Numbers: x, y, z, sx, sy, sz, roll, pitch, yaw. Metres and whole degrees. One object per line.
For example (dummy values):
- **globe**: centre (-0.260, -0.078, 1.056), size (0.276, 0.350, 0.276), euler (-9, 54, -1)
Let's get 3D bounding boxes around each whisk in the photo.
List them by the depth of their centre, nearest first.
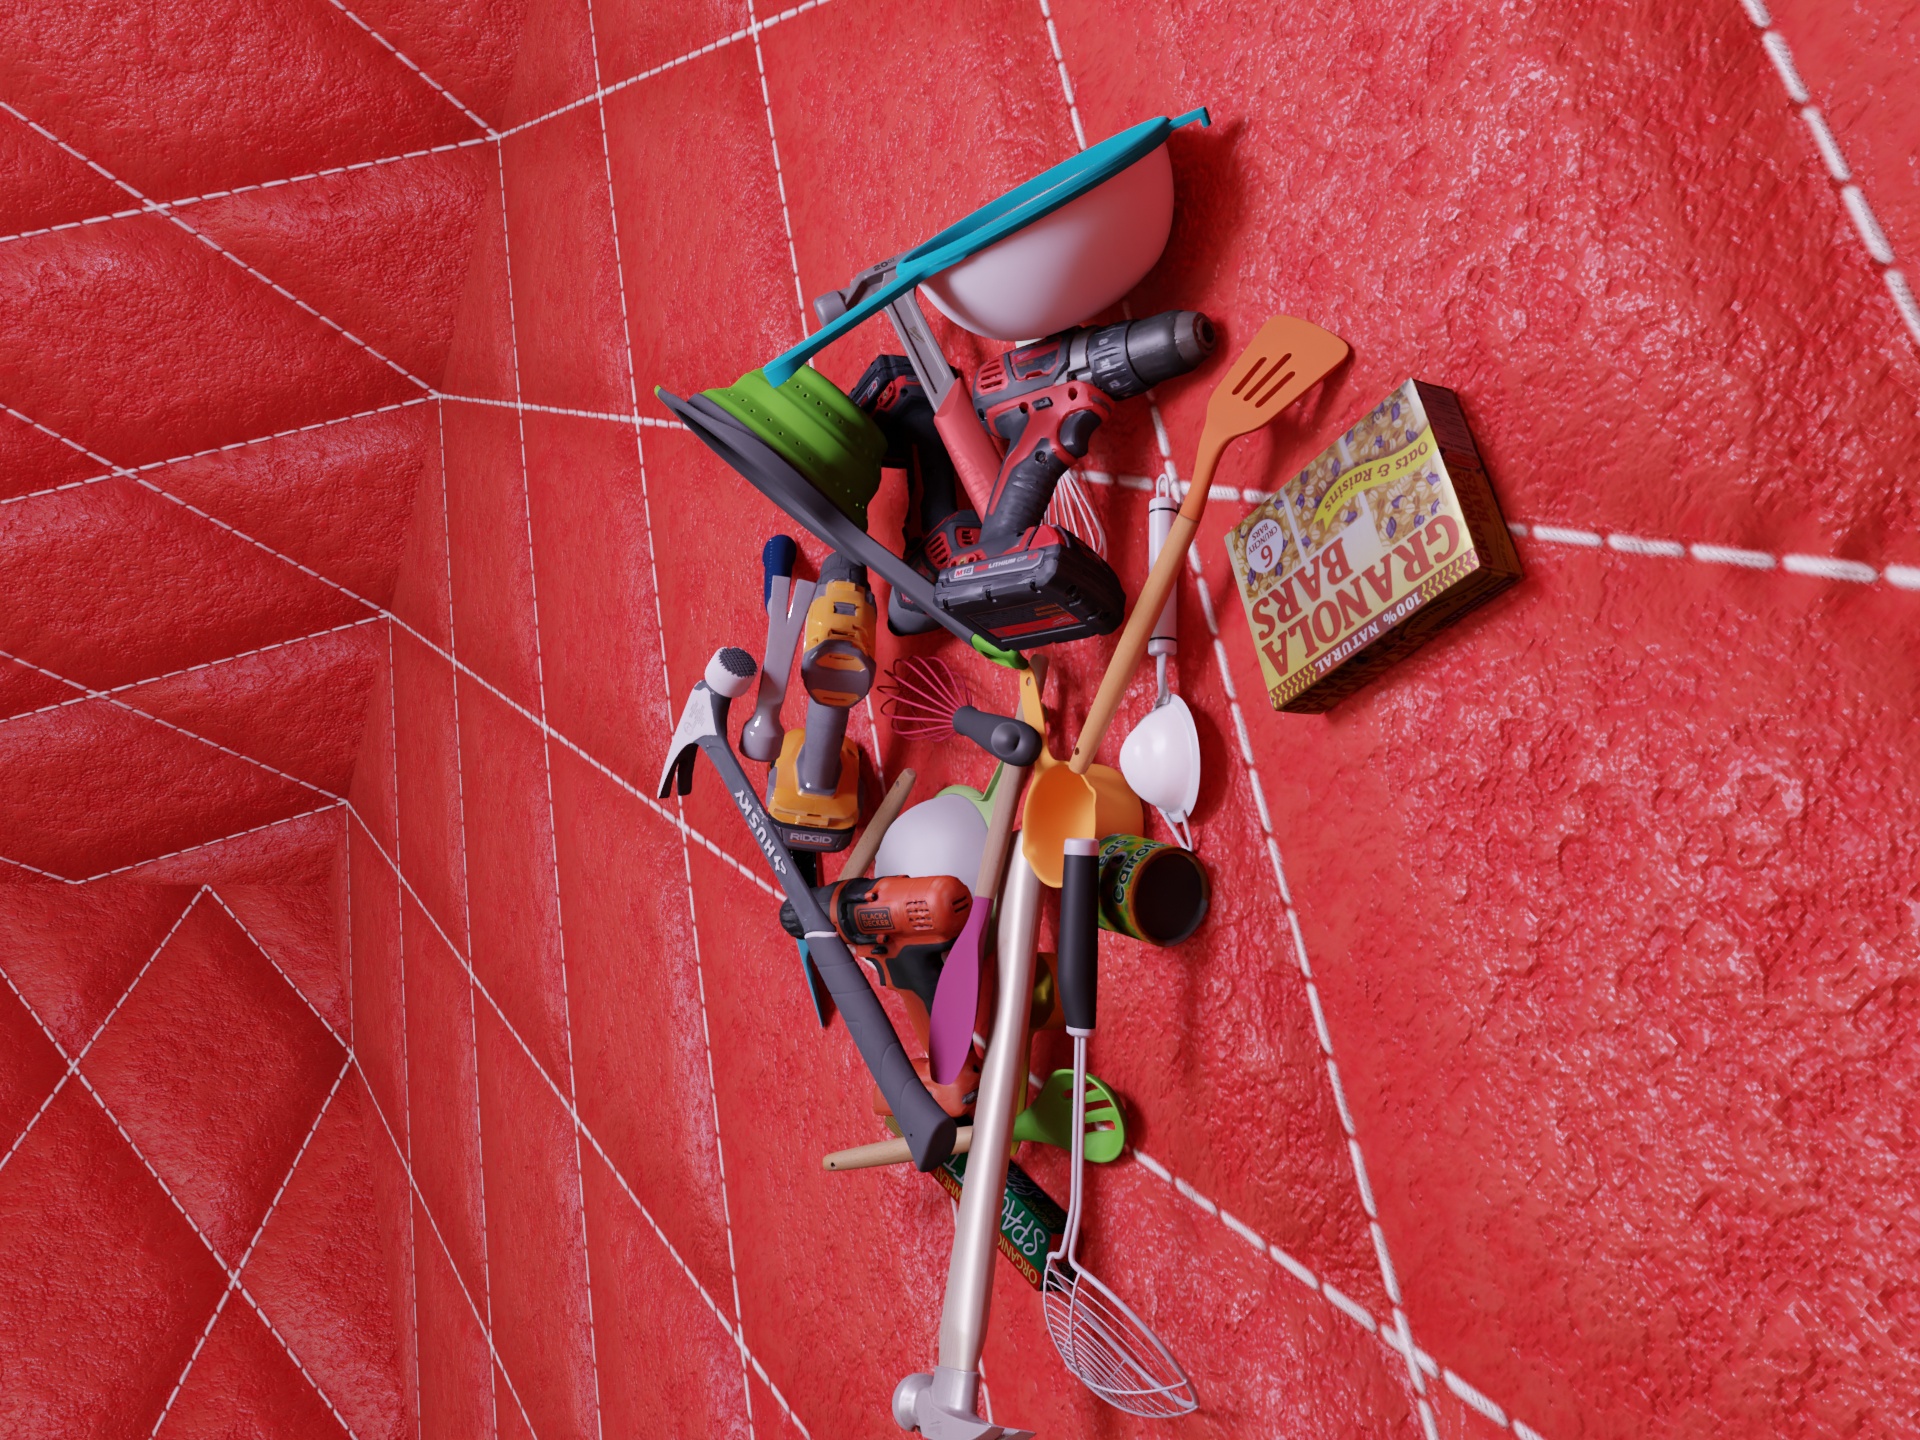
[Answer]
- **whisk**: centre (0.068, -0.201, 1.188), size (0.058, 0.059, 0.247), euler (-13, 64, 12)
- **whisk**: centre (-0.002, -0.004, 1.215), size (0.296, 0.073, 0.073), euler (-154, 72, -68)

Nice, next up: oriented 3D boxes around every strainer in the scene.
- **strainer**: centre (0.133, -0.041, 1.065), size (0.087, 0.050, 0.258), euler (150, 123, -70)
- **strainer**: centre (0.021, -0.288, 1.079), size (0.095, 0.340, 0.211), euler (59, 158, -19)
- **strainer**: centre (-0.007, 0.085, 1.244), size (0.152, 0.069, 0.256), euler (61, 137, 42)

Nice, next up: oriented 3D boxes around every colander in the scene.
- **colander**: centre (-0.070, -0.177, 1.230), size (0.397, 0.204, 0.094), euler (39, 88, 28)

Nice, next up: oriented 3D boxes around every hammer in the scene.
- **hammer**: centre (0.028, 0.270, 1.079), size (0.146, 0.038, 0.411), euler (-32, 45, 60)
- **hammer**: centre (-0.114, 0.144, 1.167), size (0.149, 0.036, 0.409), euler (-53, 58, 37)
- **hammer**: centre (0.013, -0.225, 1.244), size (0.036, 0.149, 0.359), euler (71, 175, -66)
- **hammer**: centre (-0.160, -0.103, 1.406), size (0.406, 0.035, 0.144), euler (-106, 28, -69)

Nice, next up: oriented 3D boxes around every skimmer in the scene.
- **skimmer**: centre (0.101, 0.258, 1.015), size (0.127, 0.090, 0.363), euler (175, 96, -66)

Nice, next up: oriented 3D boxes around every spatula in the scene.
- **spatula**: centre (0.144, -0.106, 1.020), size (0.081, 0.041, 0.322), euler (47, 120, 51)
- **spatula**: centre (-0.095, 0.151, 1.397), size (0.317, 0.044, 0.082), euler (-60, 38, 38)

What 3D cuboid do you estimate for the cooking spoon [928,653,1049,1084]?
- **cooking spoon**: centre (0.024, 0.103, 1.147), size (0.069, 0.017, 0.319), euler (-12, 62, 63)

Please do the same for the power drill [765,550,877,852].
- **power drill**: centre (-0.114, -0.023, 1.377), size (0.186, 0.084, 0.226), euler (-93, 13, -53)

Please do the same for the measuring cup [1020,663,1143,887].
- **measuring cup**: centre (0.081, 0.037, 1.128), size (0.095, 0.052, 0.174), euler (-46, 47, 46)

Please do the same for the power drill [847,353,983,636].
- **power drill**: centre (-0.037, -0.182, 1.327), size (0.143, 0.078, 0.220), euler (-43, 54, 48)

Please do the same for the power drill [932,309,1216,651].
- **power drill**: centre (0.079, -0.172, 1.079), size (0.188, 0.080, 0.227), euler (-9, 61, 40)

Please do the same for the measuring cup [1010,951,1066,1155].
- **measuring cup**: centre (0.057, 0.244, 1.165), size (0.062, 0.029, 0.156), euler (24, 110, 57)

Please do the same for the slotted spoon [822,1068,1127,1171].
- **slotted spoon**: centre (0.004, 0.307, 1.173), size (0.314, 0.031, 0.070), euler (-23, 90, 40)
